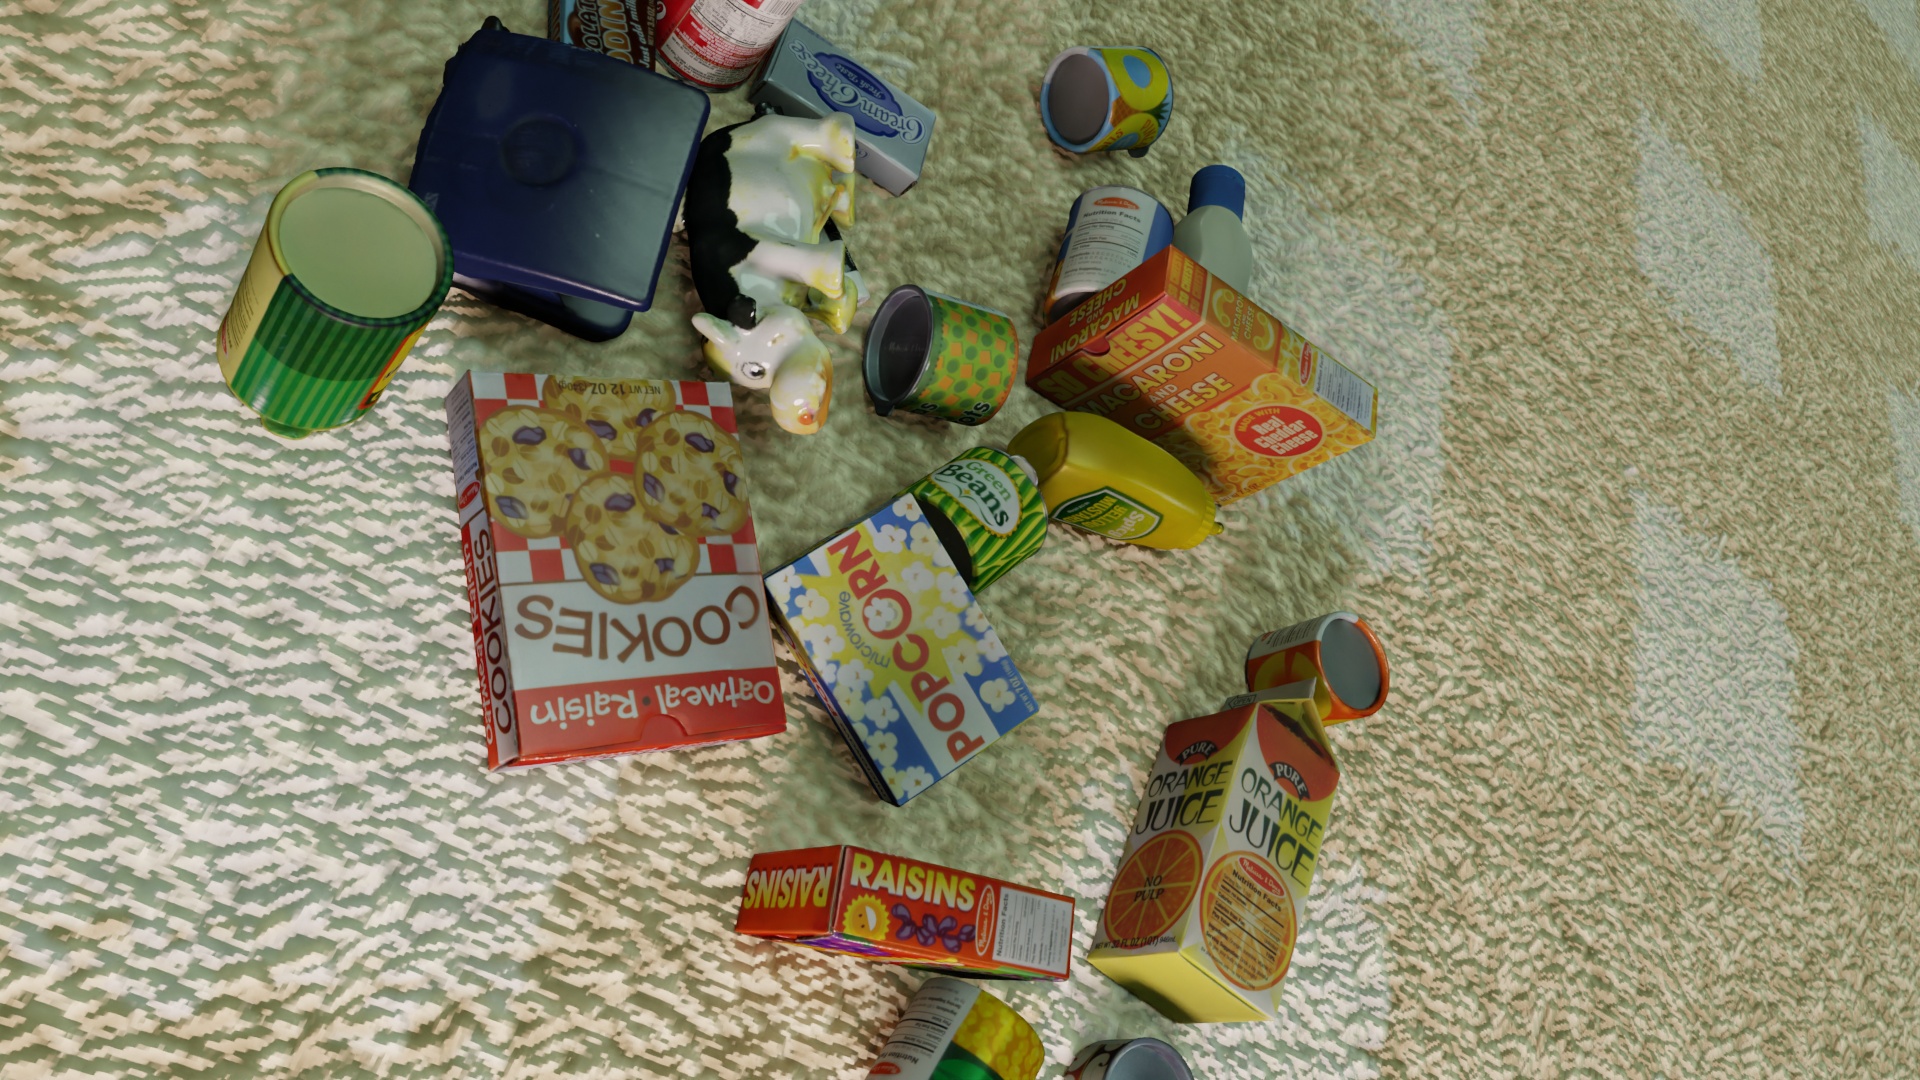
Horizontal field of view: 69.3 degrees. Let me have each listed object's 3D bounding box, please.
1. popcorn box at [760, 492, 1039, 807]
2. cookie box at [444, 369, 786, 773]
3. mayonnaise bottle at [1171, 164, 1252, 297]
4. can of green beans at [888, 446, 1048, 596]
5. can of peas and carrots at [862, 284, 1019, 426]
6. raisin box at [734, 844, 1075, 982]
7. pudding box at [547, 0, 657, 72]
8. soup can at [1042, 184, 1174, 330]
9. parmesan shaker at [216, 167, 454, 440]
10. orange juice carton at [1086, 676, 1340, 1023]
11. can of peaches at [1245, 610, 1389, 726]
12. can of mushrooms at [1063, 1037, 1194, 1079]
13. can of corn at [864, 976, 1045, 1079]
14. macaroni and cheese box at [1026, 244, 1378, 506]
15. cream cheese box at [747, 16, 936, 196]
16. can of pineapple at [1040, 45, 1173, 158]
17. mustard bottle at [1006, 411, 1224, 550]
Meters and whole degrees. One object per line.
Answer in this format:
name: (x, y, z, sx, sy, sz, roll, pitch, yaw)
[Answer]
popcorn box: (-0.031, 0.052, 0.669, 0.085, 0.038, 0.126, -32, 93, -17)
cookie box: (-0.151, 0.011, 0.611, 0.123, 0.040, 0.167, -2, 74, -37)
mayonnaise bottle: (0.157, -0.173, 0.881, 0.064, 0.041, 0.149, 32, 55, -31)
can of green beans: (0.002, -0.007, 0.716, 0.058, 0.071, 0.071, -34, 94, -40)
can of peas and carrots: (-0.011, -0.095, 0.742, 0.059, 0.070, 0.071, 10, 67, -34)
raisin box: (-0.024, 0.167, 0.615, 0.123, 0.086, 0.040, 21, 66, -29)
pudding box: (-0.180, -0.241, 0.695, 0.050, 0.030, 0.084, 10, 67, -33)
soup can: (0.090, -0.161, 0.845, 0.071, 0.071, 0.084, 31, 58, -24)
parmesan shaker: (-0.244, -0.089, 0.540, 0.071, 0.102, 0.071, 14, 65, -33)
orange juice carton: (0.145, 0.157, 0.755, 0.073, 0.071, 0.194, 40, 54, -19)
can of peaches: (0.220, 0.083, 0.849, 0.071, 0.058, 0.071, 15, 64, -32)
can of mushrooms: (0.083, 0.283, 0.685, 0.071, 0.033, 0.071, 14, 65, -33)
can of corn: (-0.002, 0.239, 0.617, 0.071, 0.071, 0.058, 47, 51, -13)
macaroni and cheese box: (0.141, -0.090, 0.815, 0.166, 0.123, 0.040, 28, 57, -25)
cream cheese box: (-0.065, -0.245, 0.786, 0.104, 0.024, 0.053, 28, 58, -25)
can of pineapple: (0.094, -0.282, 0.893, 0.058, 0.070, 0.071, -16, 83, -39)
mustard bottle: (0.101, -0.026, 0.801, 0.160, 0.065, 0.049, 19, 58, -34)
